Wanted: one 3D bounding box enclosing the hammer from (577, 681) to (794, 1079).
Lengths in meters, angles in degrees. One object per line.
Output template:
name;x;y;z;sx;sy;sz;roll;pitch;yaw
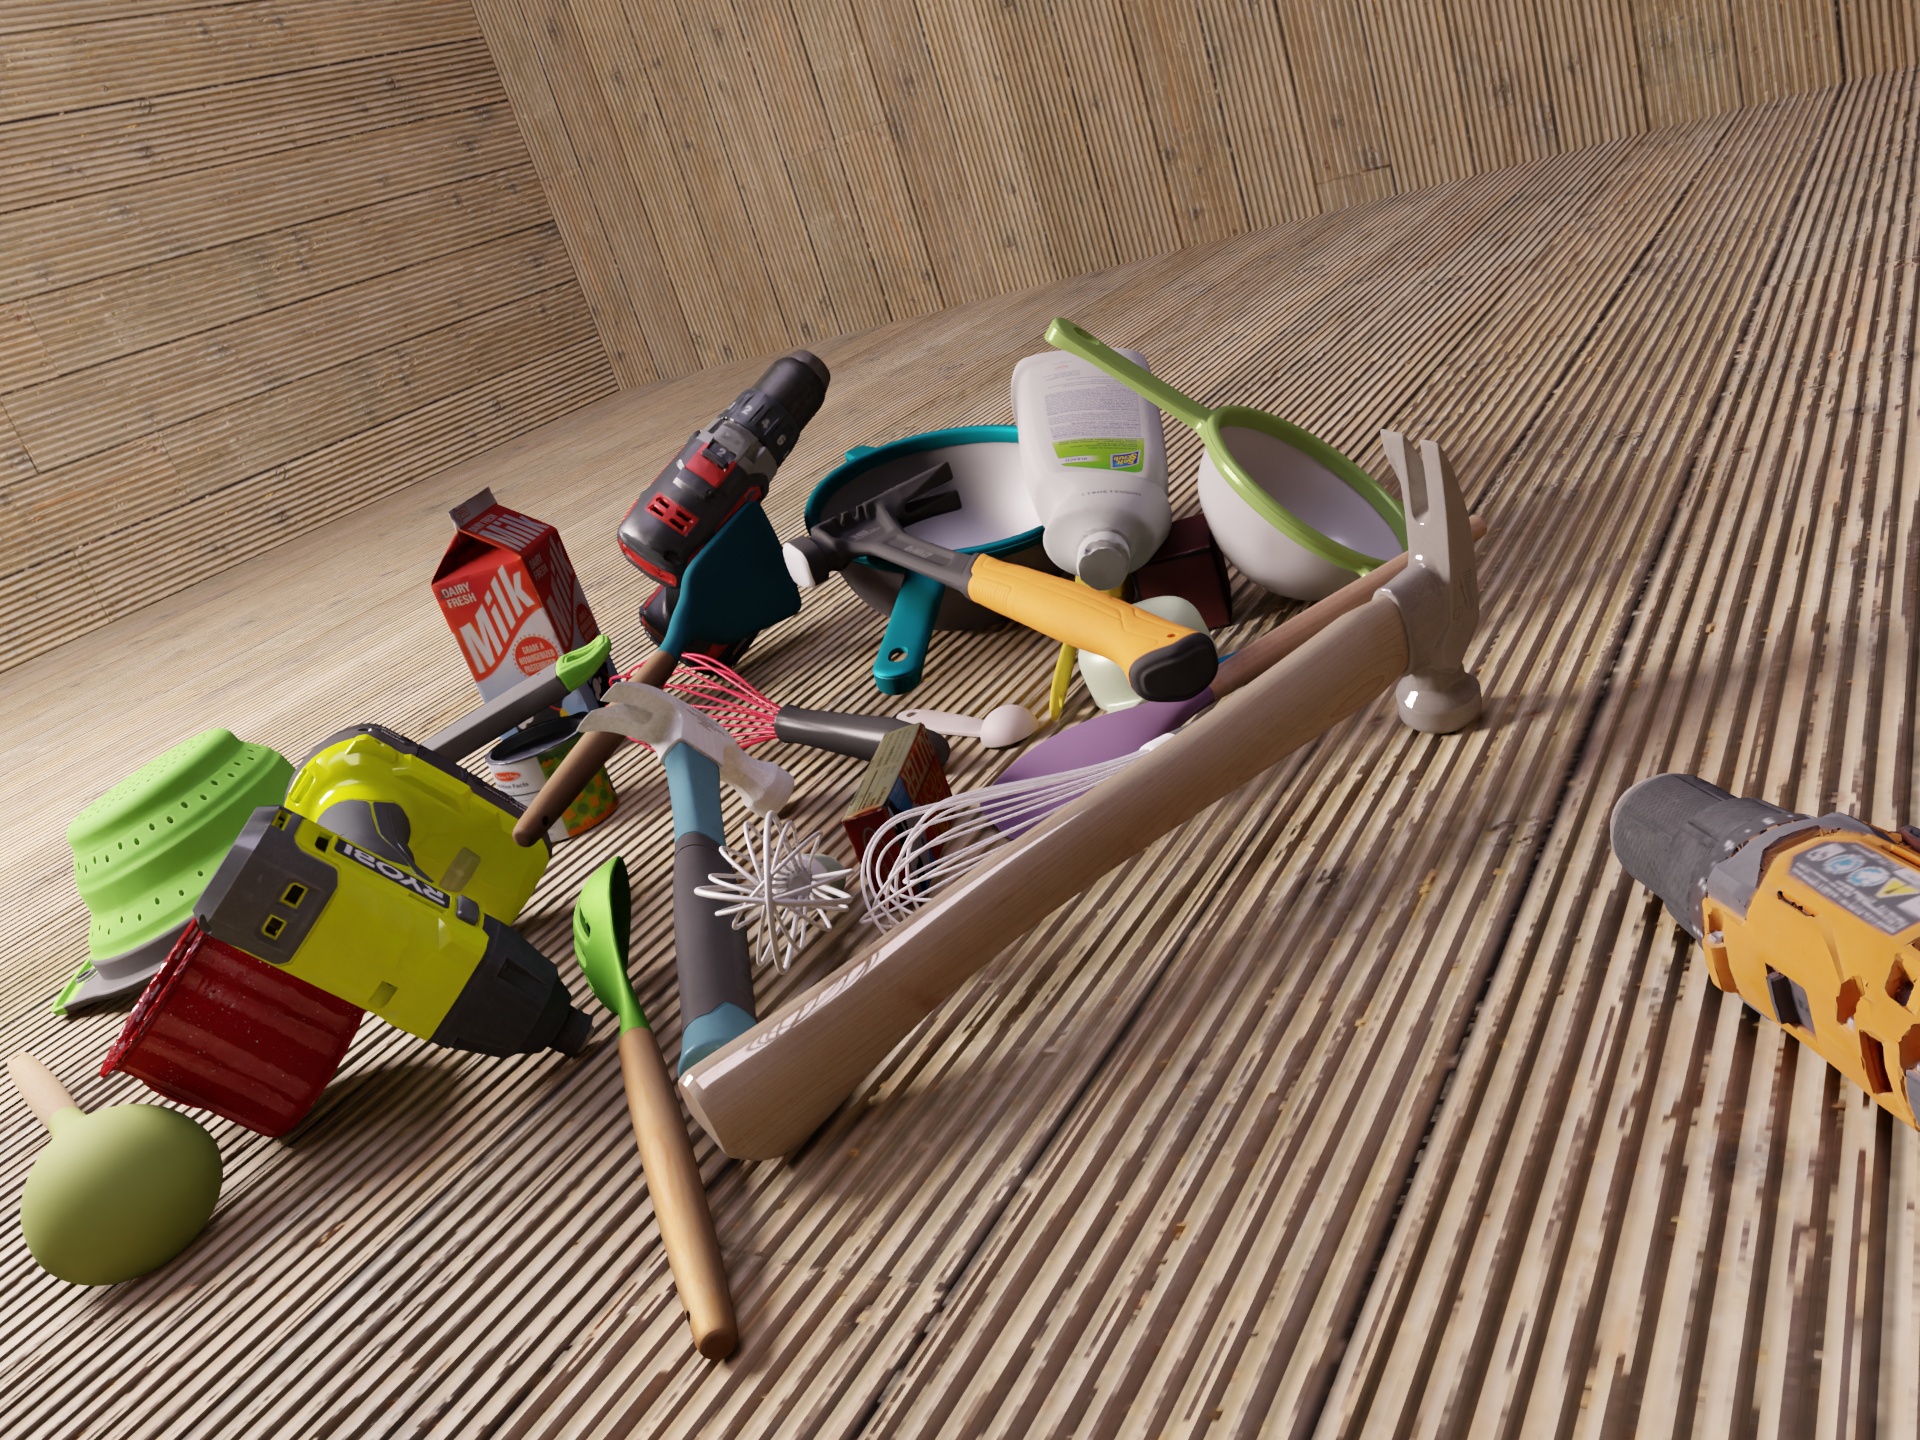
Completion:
hammer;-0.119;0.070;0.745;0.033;0.128;0.331;-49;24;11

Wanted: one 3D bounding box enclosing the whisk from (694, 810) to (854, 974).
whisk;-0.067;0.069;0.662;0.058;0.059;0.246;-5;-5;-1

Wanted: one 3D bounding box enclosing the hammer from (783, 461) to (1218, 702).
hammer;0.029;-0.078;0.895;0.127;0.034;0.337;-30;32;-22

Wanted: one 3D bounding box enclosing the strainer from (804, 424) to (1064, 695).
strainer;-0.008;-0.088;1.069;0.211;0.095;0.341;-2;34;12

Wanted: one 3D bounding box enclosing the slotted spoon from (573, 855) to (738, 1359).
slotted spoon;-0.125;0.139;0.630;0.031;0.070;0.314;-6;22;-18

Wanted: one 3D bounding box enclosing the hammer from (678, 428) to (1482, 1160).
hammer;0.064;0.031;0.642;0.410;0.146;0.038;-33;35;-23

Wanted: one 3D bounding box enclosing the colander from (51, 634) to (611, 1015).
colander;-0.406;0.028;0.985;0.397;0.094;0.205;-32;20;-1

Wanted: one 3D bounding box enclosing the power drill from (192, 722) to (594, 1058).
power drill;-0.258;0.083;0.762;0.080;0.171;0.223;-57;20;2

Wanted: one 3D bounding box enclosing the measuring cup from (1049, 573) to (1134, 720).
measuring cup;0.080;-0.048;0.951;0.029;0.062;0.157;-1;35;17

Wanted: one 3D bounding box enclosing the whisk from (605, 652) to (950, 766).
whisk;-0.118;0.000;0.973;0.296;0.073;0.073;9;33;42

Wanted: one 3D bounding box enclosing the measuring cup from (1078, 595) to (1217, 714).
measuring cup;0.079;-0.018;0.867;0.083;0.038;0.167;-11;23;42

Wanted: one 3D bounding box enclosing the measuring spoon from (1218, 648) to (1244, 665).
measuring spoon;0.171;-0.031;0.871;0.128;0.021;0.042;-21;20;21

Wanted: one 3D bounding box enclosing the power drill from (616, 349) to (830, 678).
power drill;-0.158;-0.143;1.117;0.188;0.080;0.226;-54;-6;-19

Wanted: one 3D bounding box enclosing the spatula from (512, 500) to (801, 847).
spatula;-0.173;-0.025;0.919;0.044;0.082;0.318;-10;28;21

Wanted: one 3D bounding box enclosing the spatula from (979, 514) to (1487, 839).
spatula;0.147;-0.029;0.826;0.316;0.018;0.060;-30;36;-12

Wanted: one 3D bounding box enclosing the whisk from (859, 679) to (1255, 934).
whisk;0.071;0.031;0.738;0.284;0.070;0.070;-25;20;-31

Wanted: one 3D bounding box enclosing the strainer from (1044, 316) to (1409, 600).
strainer;0.149;-0.144;0.939;0.069;0.256;0.151;-58;-2;32

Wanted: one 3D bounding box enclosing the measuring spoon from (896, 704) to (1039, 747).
measuring spoon;-0.001;-0.003;0.935;0.034;0.018;0.124;-32;23;-31

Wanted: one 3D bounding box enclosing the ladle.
ladle;-0.427;0.198;0.767;0.078;0.062;0.320;-40;21;-30

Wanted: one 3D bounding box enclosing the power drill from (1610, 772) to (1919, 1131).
power drill;0.330;0.029;0.482;0.226;0.084;0.185;-24;19;-1
